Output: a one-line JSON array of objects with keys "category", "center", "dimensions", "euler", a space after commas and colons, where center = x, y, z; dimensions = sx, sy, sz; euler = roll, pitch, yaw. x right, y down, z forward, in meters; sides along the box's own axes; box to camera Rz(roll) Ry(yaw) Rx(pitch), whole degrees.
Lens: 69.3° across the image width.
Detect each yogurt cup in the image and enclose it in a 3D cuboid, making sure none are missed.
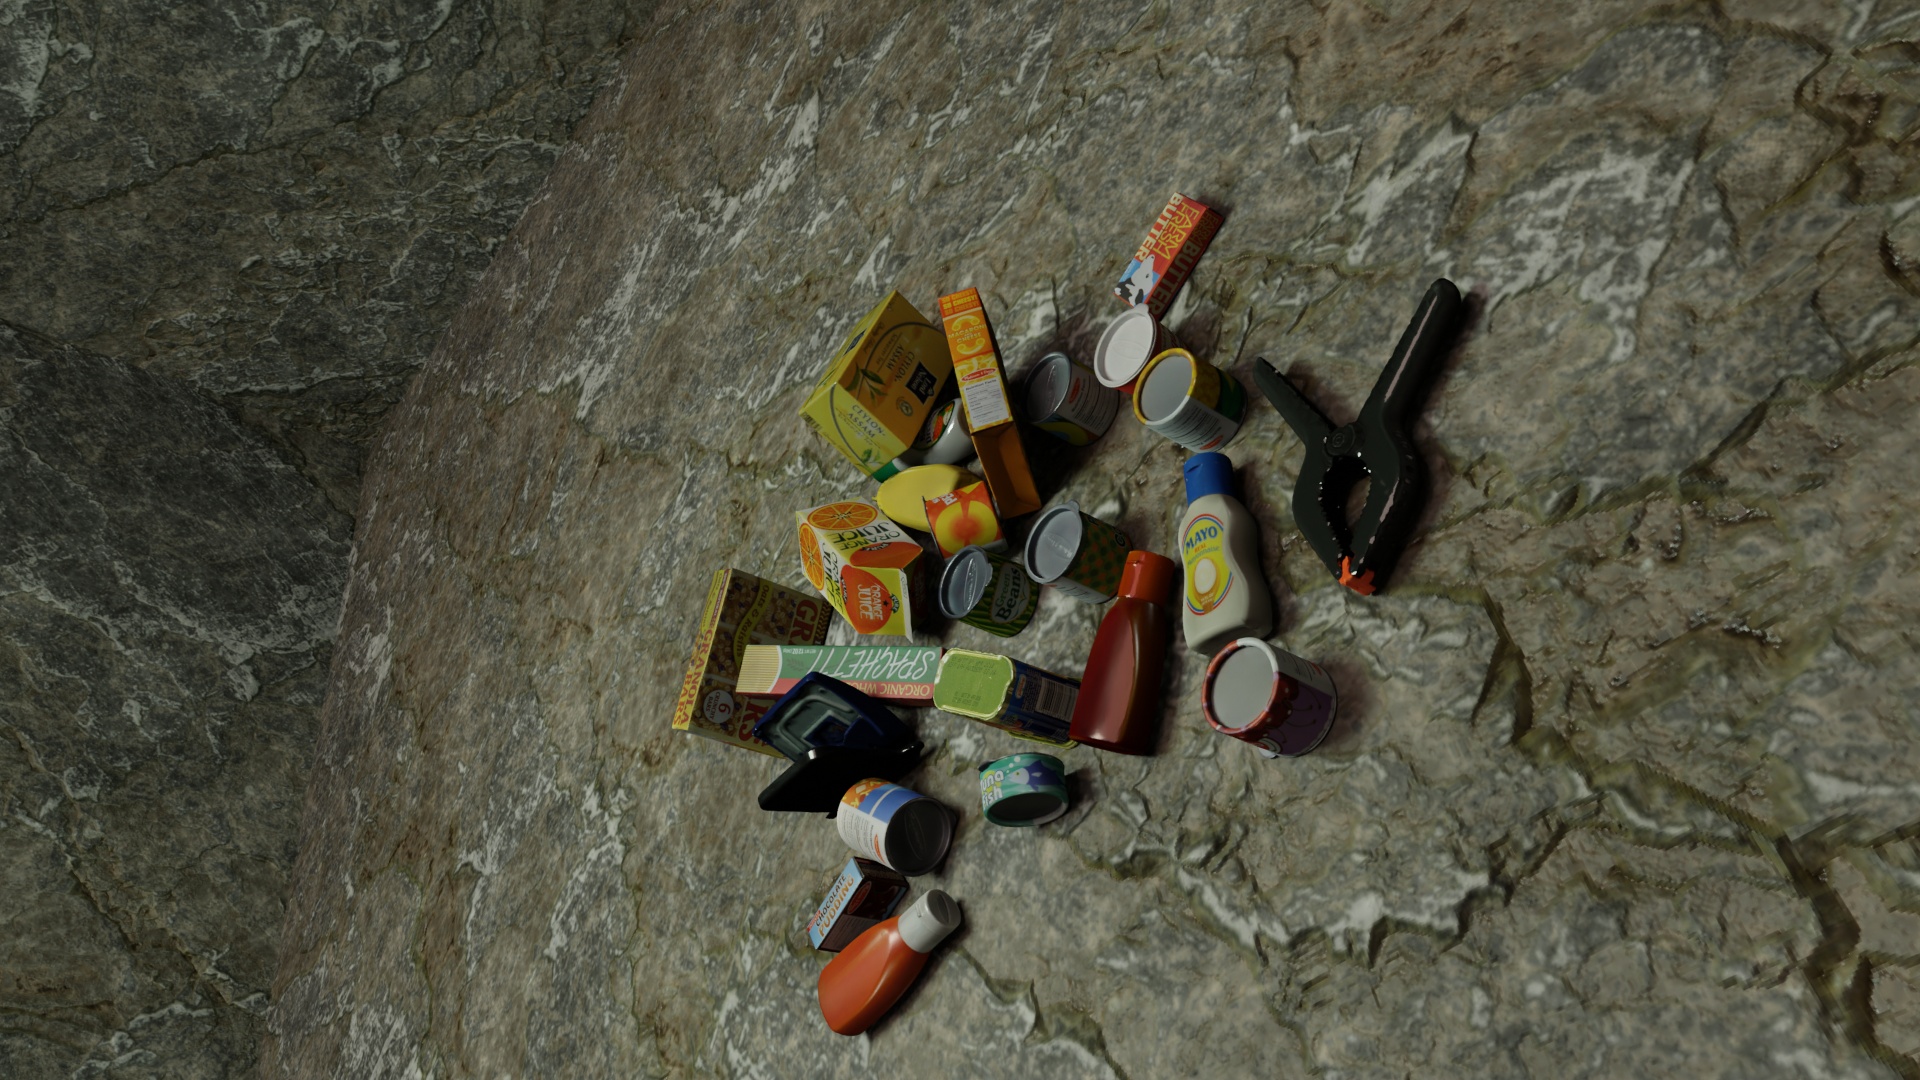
[{"category": "yogurt cup", "center": [0.150, -0.147, 1.126], "dimensions": [0.072, 0.054, 0.073], "euler": [-31, 47, 42]}]

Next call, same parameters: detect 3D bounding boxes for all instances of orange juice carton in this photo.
[{"category": "orange juice carton", "center": [-0.087, 0.028, 1.312], "dimensions": [0.193, 0.073, 0.071], "euler": [39, 137, 56]}]

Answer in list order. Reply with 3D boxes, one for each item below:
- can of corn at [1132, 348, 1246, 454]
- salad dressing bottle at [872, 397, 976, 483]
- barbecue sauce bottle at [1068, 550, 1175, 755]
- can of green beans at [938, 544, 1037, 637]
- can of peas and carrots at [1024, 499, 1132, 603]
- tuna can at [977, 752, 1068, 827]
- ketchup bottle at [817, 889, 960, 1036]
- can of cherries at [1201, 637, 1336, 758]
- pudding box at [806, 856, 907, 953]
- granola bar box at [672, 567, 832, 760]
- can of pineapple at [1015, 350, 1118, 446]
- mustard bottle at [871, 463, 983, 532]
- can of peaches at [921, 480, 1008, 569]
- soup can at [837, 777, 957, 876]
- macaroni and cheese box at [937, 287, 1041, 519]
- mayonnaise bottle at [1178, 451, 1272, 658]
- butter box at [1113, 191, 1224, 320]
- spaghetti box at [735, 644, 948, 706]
[{"category": "can of corn", "center": [0.175, -0.109, 1.065], "dimensions": [0.071, 0.058, 0.071], "euler": [-31, 48, 41]}, {"category": "salad dressing bottle", "center": [-0.033, -0.093, 1.357], "dimensions": [0.147, 0.044, 0.064], "euler": [-23, 43, 46]}, {"category": "barbecue sauce bottle", "center": [0.125, 0.082, 1.034], "dimensions": [0.065, 0.043, 0.149], "euler": [-2, 69, 54]}, {"category": "can of green beans", "center": [0.024, 0.044, 1.184], "dimensions": [0.071, 0.058, 0.071], "euler": [-32, 47, 41]}, {"category": "can of peas and carrots", "center": [0.095, 0.009, 1.105], "dimensions": [0.070, 0.058, 0.071], "euler": [-31, 47, 41]}, {"category": "tuna can", "center": [0.046, 0.190, 1.054], "dimensions": [0.070, 0.071, 0.033], "euler": [-38, 44, 36]}, {"category": "ketchup bottle", "center": [-0.059, 0.341, 1.135], "dimensions": [0.148, 0.043, 0.065], "euler": [-48, 39, 26]}, {"category": "can of cherries", "center": [0.199, 0.105, 0.904], "dimensions": [0.071, 0.058, 0.072], "euler": [-31, 47, 41]}, {"category": "pudding box", "center": [-0.088, 0.313, 1.187], "dimensions": [0.083, 0.049, 0.030], "euler": [-58, 36, 15]}, {"category": "granola bar box", "center": [-0.208, 0.125, 1.398], "dimensions": [0.039, 0.124, 0.166], "euler": [-8, 65, 53]}, {"category": "can of pineapple", "center": [0.091, -0.121, 1.188], "dimensions": [0.070, 0.058, 0.071], "euler": [-32, 47, 41]}, {"category": "mustard bottle", "center": [-0.038, -0.041, 1.329], "dimensions": [0.160, 0.049, 0.065], "euler": [6, 82, 56]}, {"category": "can of peaches", "center": [0.004, -0.015, 1.220], "dimensions": [0.058, 0.071, 0.071], "euler": [-19, 46, 4]}, {"category": "soup can", "center": [-0.054, 0.239, 1.173], "dimensions": [0.084, 0.071, 0.071], "euler": [7, 76, 56]}, {"category": "macaroni and cheese box", "center": [0.026, -0.121, 1.218], "dimensions": [0.040, 0.123, 0.167], "euler": [-16, 52, 5]}, {"category": "mayonnaise bottle", "center": [0.185, 0.007, 0.997], "dimensions": [0.064, 0.041, 0.149], "euler": [-34, 46, 42]}, {"category": "butter box", "center": [0.175, -0.241, 1.174], "dimensions": [0.103, 0.024, 0.053], "euler": [-58, 34, 14]}, {"category": "spaghetti box", "center": [-0.109, 0.124, 1.290], "dimensions": [0.250, 0.028, 0.050], "euler": [-3, 68, 37]}]
